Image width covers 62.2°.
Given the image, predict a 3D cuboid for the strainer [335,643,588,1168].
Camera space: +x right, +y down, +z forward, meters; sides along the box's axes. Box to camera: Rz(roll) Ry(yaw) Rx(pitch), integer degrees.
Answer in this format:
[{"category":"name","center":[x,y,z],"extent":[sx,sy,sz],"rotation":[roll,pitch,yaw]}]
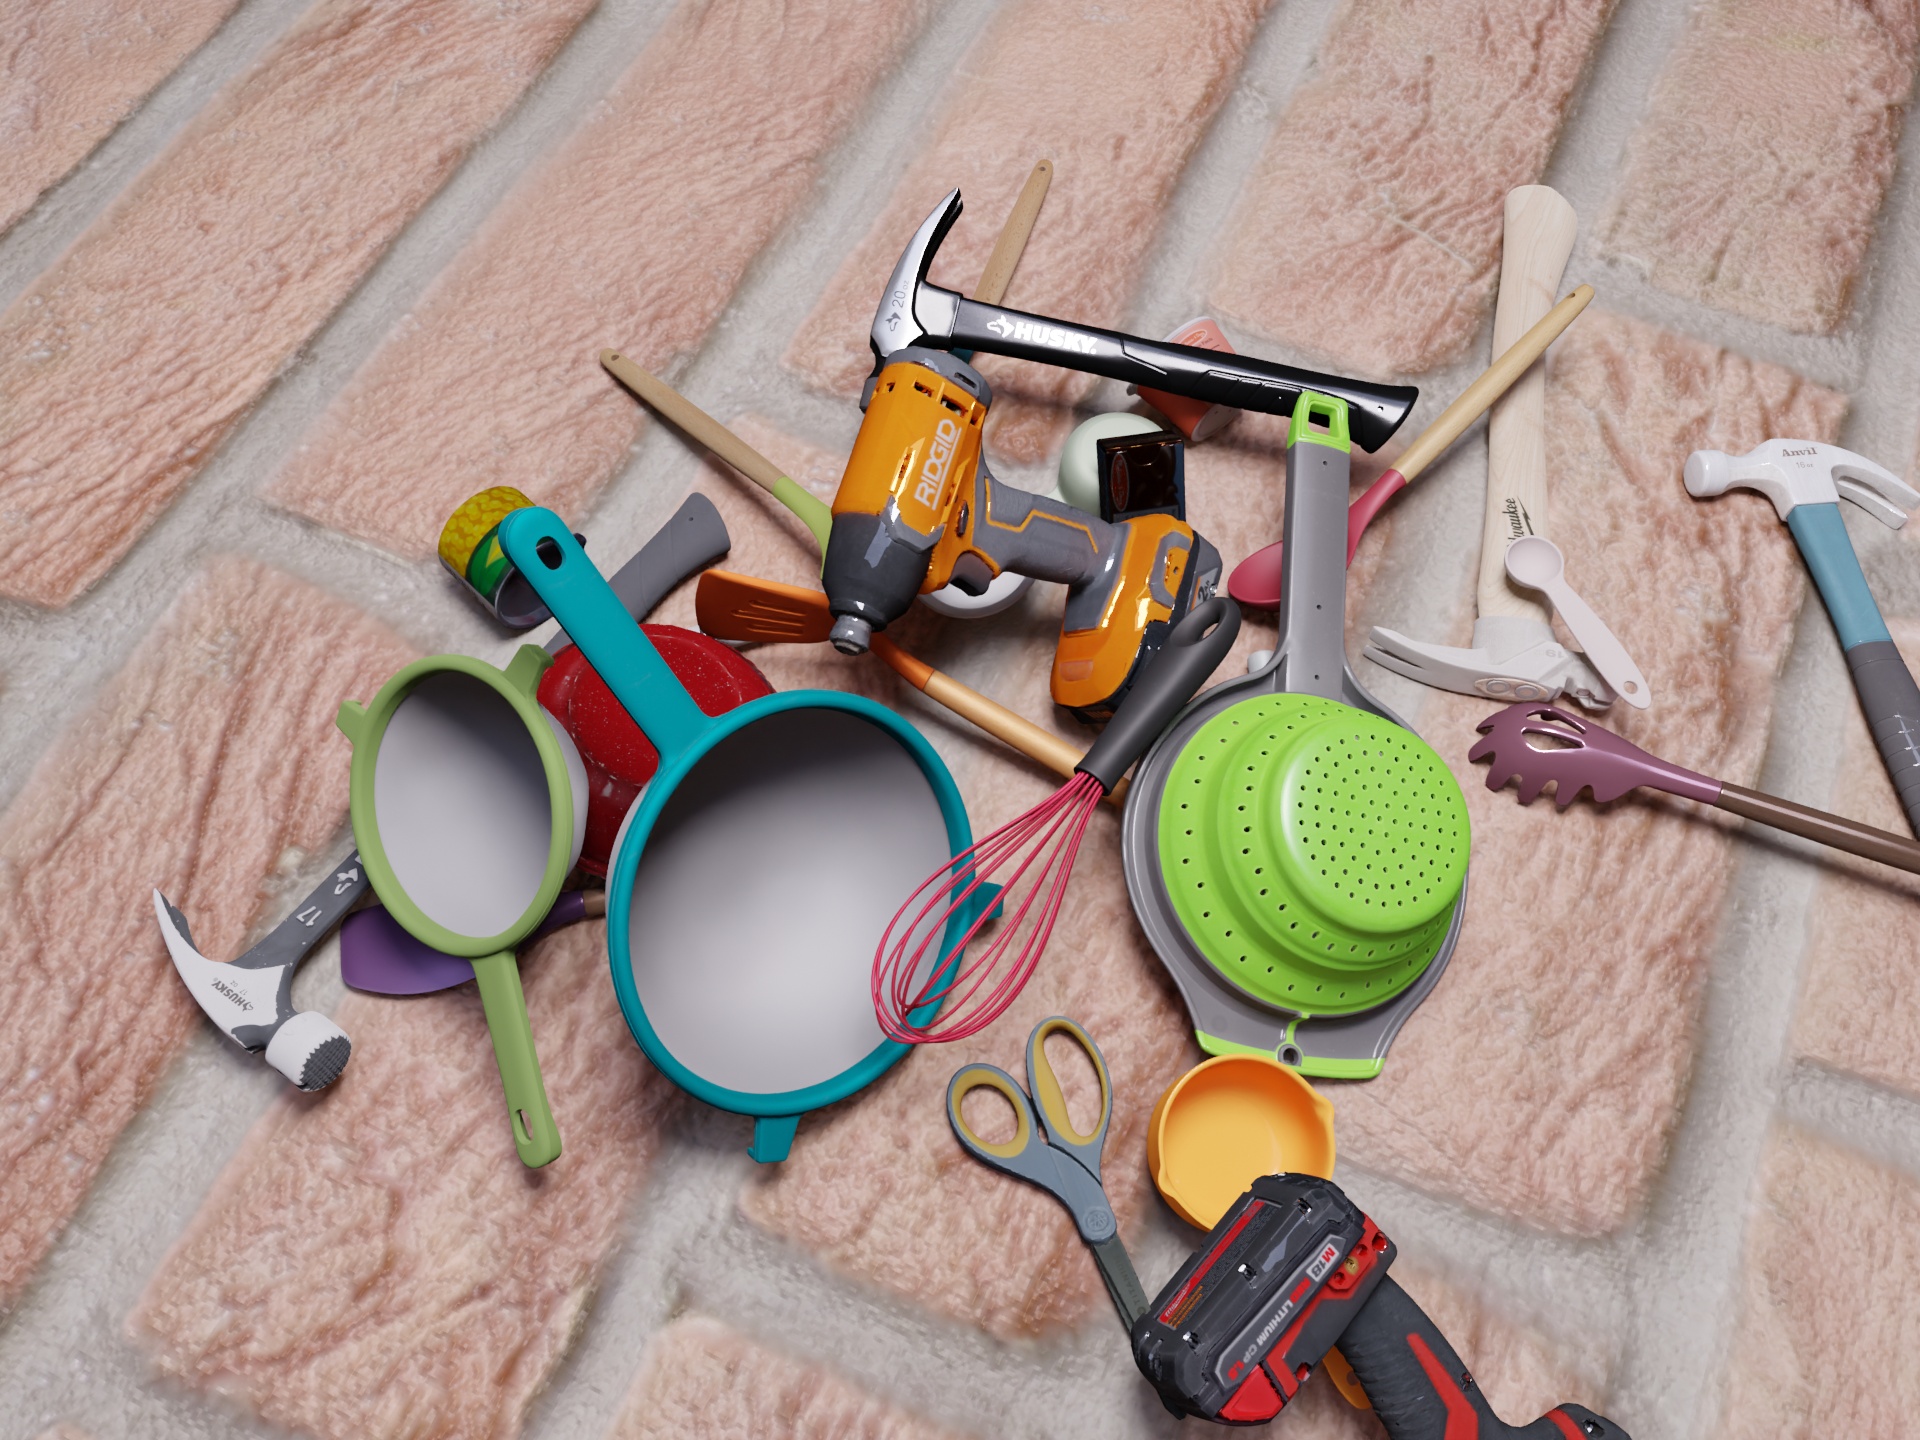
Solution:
[{"category":"strainer","center":[-0.222,0.091,0.804],"extent":[0.151,0.069,0.256],"rotation":[-14,89,31]}]

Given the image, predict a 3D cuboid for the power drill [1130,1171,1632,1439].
[{"category":"power drill","center":[0.181,0.335,0.700],"extent":[0.227,0.080,0.188],"rotation":[44,76,2]}]

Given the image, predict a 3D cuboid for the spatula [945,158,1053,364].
[{"category":"spatula","center":[0.013,-0.272,1.077],"extent":[0.082,0.044,0.318],"rotation":[17,58,7]}]

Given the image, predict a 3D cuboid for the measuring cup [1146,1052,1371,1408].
[{"category":"measuring cup","center":[0.153,0.250,0.783],"extent":[0.095,0.052,0.174],"rotation":[-22,78,-11]}]

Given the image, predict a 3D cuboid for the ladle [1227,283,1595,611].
[{"category":"ladle","center":[0.287,-0.169,0.988],"extent":[0.315,0.031,0.069],"rotation":[-43,37,-10]}]

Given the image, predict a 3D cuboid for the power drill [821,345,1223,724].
[{"category":"power drill","center":[0.028,-0.078,0.866],"extent":[0.226,0.084,0.164],"rotation":[28,72,-31]}]

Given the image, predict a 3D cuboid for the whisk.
[{"category":"whisk","center":[0.057,0.046,0.815],"extent":[0.073,0.073,0.296],"rotation":[34,73,16]}]

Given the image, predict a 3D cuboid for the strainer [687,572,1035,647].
[{"category":"strainer","center":[-0.056,-0.077,0.959],"extent":[0.258,0.050,0.087],"rotation":[-16,62,-3]}]

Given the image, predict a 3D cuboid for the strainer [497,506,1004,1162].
[{"category":"strainer","center":[-0.131,0.038,0.782],"extent":[0.211,0.340,0.095],"rotation":[-46,29,-25]}]

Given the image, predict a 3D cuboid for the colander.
[{"category":"colander","center":[0.203,-0.015,0.851],"extent":[0.204,0.094,0.397],"rotation":[11,71,-12]}]

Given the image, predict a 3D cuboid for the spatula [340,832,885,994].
[{"category":"spatula","center":[-0.180,0.097,0.873],"extent":[0.316,0.018,0.060],"rotation":[-12,58,-6]}]

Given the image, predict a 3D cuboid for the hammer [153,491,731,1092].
[{"category":"hammer","center":[-0.272,0.010,0.905],"extent":[0.149,0.036,0.409],"rotation":[27,62,23]}]

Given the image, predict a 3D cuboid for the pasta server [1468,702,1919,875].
[{"category":"pasta server","center":[0.447,0.053,0.887],"extent":[0.316,0.040,0.060],"rotation":[19,63,13]}]

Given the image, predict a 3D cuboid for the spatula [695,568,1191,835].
[{"category":"spatula","center":[-0.001,-0.003,0.901],"extent":[0.322,0.081,0.041],"rotation":[30,65,3]}]

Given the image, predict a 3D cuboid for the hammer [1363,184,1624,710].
[{"category":"hammer","center":[0.353,-0.196,1.034],"extent":[0.146,0.038,0.411],"rotation":[10,61,6]}]

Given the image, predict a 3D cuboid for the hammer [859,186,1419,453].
[{"category":"hammer","center":[0.113,-0.227,0.981],"extent":[0.335,0.035,0.146],"rotation":[13,89,6]}]

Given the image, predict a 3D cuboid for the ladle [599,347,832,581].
[{"category":"ladle","center":[-0.129,-0.164,0.971],"extent":[0.078,0.062,0.320],"rotation":[-41,59,-18]}]

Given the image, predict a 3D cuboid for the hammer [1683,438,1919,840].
[{"category":"hammer","center":[0.546,-0.031,0.949],"extent":[0.128,0.033,0.331],"rotation":[-5,62,-3]}]

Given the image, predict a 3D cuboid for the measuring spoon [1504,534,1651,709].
[{"category":"measuring spoon","center":[0.359,-0.055,0.927],"extent":[0.034,0.018,0.124],"rotation":[-26,70,-11]}]

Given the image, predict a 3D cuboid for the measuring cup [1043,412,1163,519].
[{"category":"measuring cup","center":[0.059,-0.146,0.998],"extent":[0.167,0.038,0.083],"rotation":[-19,64,-14]}]
